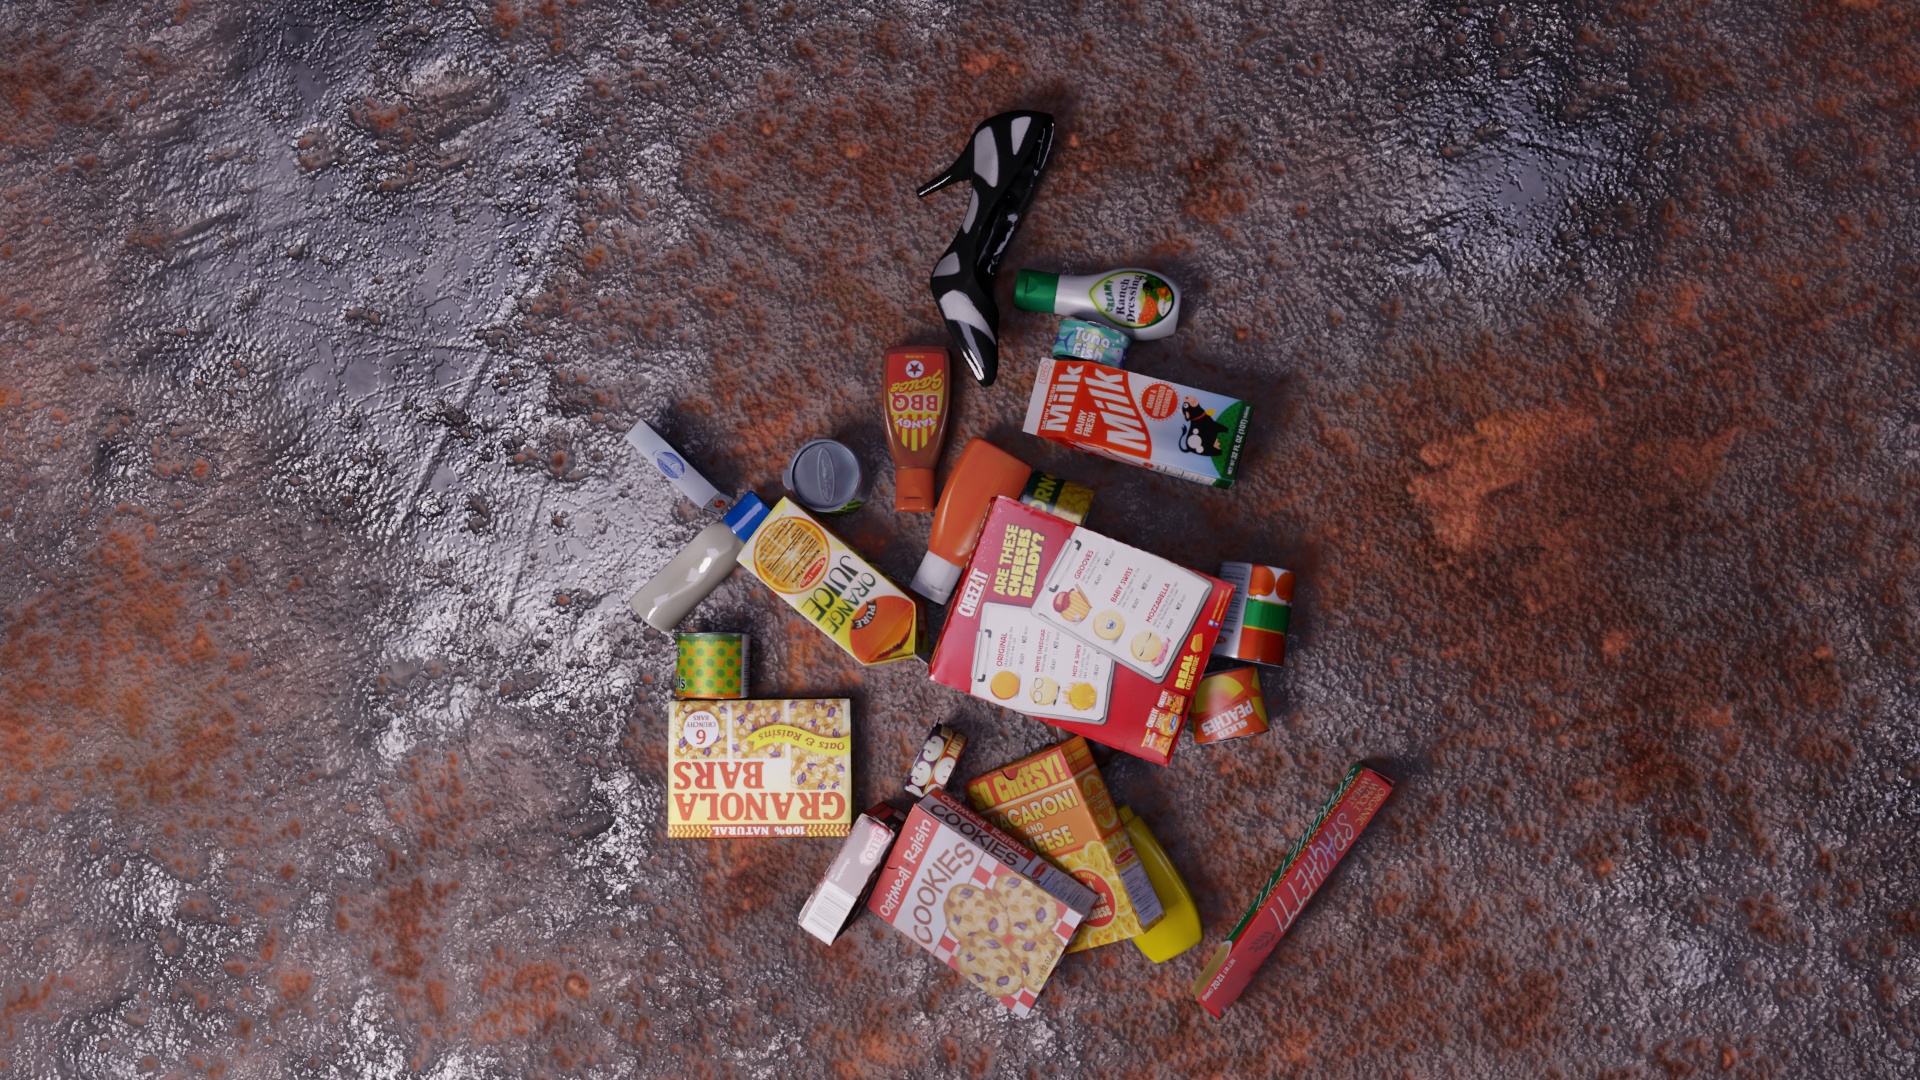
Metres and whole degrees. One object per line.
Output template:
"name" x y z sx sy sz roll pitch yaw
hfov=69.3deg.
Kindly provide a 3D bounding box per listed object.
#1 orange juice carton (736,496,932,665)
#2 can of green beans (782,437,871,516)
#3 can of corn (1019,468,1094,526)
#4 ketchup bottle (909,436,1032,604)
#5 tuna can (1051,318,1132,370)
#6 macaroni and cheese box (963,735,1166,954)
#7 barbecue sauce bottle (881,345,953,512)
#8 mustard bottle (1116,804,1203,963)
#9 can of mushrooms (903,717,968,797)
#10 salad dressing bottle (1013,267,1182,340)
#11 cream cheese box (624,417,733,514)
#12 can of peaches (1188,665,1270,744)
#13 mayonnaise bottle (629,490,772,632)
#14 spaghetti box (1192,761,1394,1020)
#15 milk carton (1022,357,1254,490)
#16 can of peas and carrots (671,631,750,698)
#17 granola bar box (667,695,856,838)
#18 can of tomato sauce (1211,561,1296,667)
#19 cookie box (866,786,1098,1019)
"orange juice carton" -0.098 0.049 1.237 0.193 0.072 0.073 39 91 7
"can of green beans" -0.117 -0.056 1.254 0.071 0.058 0.071 0 86 6
"can of corn" 0.081 -0.024 1.226 0.058 0.071 0.071 20 88 6
"ketchup bottle" 0.004 -0.016 1.245 0.065 0.043 0.148 28 91 -13
"tuna can" 0.116 -0.172 1.234 0.071 0.071 0.033 17 89 7
"macaroni and cheese box" 0.086 0.264 1.186 0.123 0.040 0.166 -30 82 40
"barbecue sauce bottle" -0.040 -0.100 1.258 0.065 0.043 0.148 1 86 4
"mustard bottle" 0.152 0.282 1.206 0.065 0.049 0.160 -27 83 2
"can of mushrooms" -0.020 0.194 1.221 0.033 0.071 0.071 26 89 7
"salad dressing bottle" 0.123 -0.217 1.250 0.148 0.044 0.064 8 85 6
"cream cheese box" -0.257 -0.067 1.271 0.104 0.053 0.024 42 89 7
"can of peaches" 0.229 0.142 1.198 0.071 0.071 0.058 -11 84 5
"mayonnaise bottle" -0.230 0.018 1.260 0.148 0.064 0.041 -45 75 -3
"spaghetti box" 0.284 0.297 1.191 0.029 0.050 0.250 36 90 6
"milk carton" 0.155 -0.105 1.224 0.191 0.073 0.072 15 88 7
"can of peas and carrots" -0.225 0.111 1.248 0.071 0.071 0.058 0 87 6
"granola bar box" -0.177 0.204 1.250 0.165 0.039 0.124 -1 85 5
"can of tomato sauce" 0.254 0.064 1.205 0.071 0.071 0.083 9 86 6
"cookie box" 0.015 0.305 1.175 0.167 0.040 0.122 31 116 16
